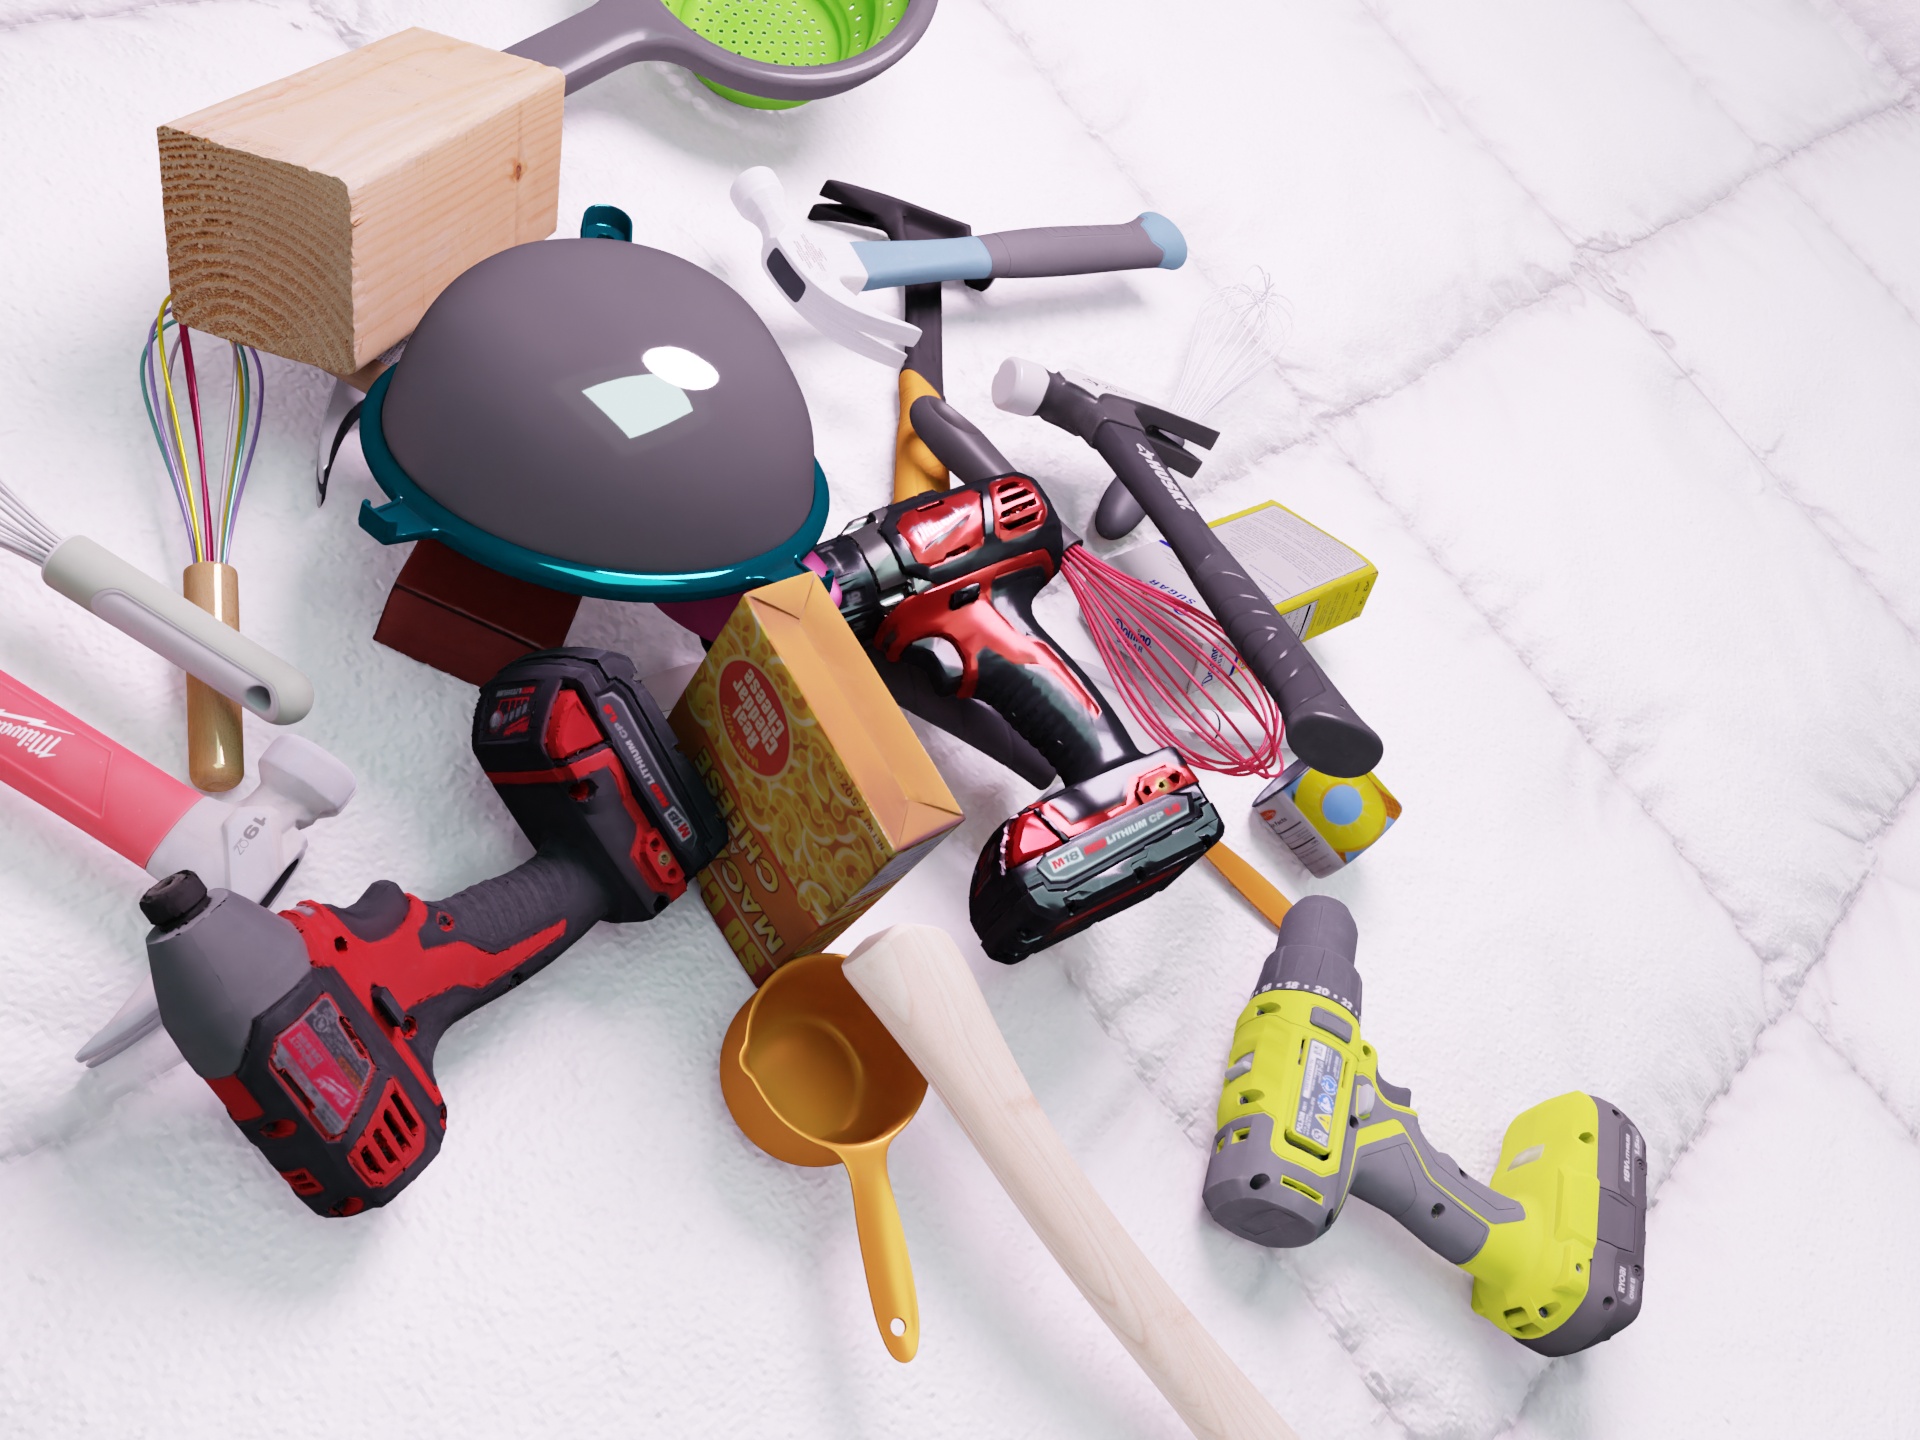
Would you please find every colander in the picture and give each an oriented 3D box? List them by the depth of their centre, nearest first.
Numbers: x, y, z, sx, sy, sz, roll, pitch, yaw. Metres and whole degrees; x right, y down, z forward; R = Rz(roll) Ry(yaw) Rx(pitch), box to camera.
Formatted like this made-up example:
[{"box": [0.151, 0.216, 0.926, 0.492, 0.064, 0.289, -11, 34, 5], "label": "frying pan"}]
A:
[{"box": [-0.180, -0.409, 0.967, 0.397, 0.094, 0.204, -38, 85, -22], "label": "colander"}]

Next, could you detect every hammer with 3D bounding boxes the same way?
[{"box": [-0.436, -0.027, 0.598, 0.386, 0.038, 0.143, 34, 64, -5], "label": "hammer"}, {"box": [0.076, 0.265, 0.693, 0.410, 0.038, 0.146, 53, 51, -4], "label": "hammer"}, {"box": [-0.126, -0.077, 0.802, 0.409, 0.036, 0.149, 30, 53, -6], "label": "hammer"}, {"box": [0.134, -0.089, 0.856, 0.146, 0.035, 0.335, 10, 35, -31], "label": "hammer"}, {"box": [-0.029, -0.179, 0.939, 0.127, 0.034, 0.337, 13, 57, -25], "label": "hammer"}, {"box": [0.021, -0.292, 0.994, 0.331, 0.033, 0.128, -18, 73, -38], "label": "hammer"}]

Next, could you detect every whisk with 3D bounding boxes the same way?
[{"box": [-0.371, -0.070, 0.644, 0.246, 0.057, 0.059, 33, 29, -3], "label": "whisk"}, {"box": [-0.334, -0.085, 0.698, 0.051, 0.047, 0.245, -6, 69, -14], "label": "whisk"}, {"box": [0.071, -0.078, 0.869, 0.073, 0.073, 0.296, -30, 70, -39], "label": "whisk"}, {"box": [0.154, -0.210, 1.057, 0.070, 0.070, 0.285, 38, 55, -6], "label": "whisk"}]

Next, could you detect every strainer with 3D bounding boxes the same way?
[{"box": [-0.161, -0.194, 0.749, 0.211, 0.095, 0.341, 7, 41, -18], "label": "strainer"}, {"box": [0.135, 0.005, 0.921, 0.258, 0.050, 0.087, 5, 38, -35], "label": "strainer"}]

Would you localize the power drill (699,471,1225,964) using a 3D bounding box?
[{"box": [-0.001, -0.002, 0.754, 0.188, 0.080, 0.227, -22, 73, -23], "label": "power drill"}]

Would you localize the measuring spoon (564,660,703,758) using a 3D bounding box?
[{"box": [-0.159, -0.007, 0.775, 0.124, 0.018, 0.034, -21, 78, -45], "label": "measuring spoon"}]

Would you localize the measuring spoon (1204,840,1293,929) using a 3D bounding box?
[{"box": [0.156, 0.089, 0.904, 0.117, 0.011, 0.021, 42, 50, -6], "label": "measuring spoon"}]

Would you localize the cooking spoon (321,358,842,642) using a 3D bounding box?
[{"box": [-0.200, -0.120, 0.738, 0.319, 0.017, 0.069, 28, 64, 6], "label": "cooking spoon"}]

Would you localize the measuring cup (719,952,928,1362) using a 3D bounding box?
[{"box": [-0.053, 0.191, 0.691, 0.095, 0.052, 0.174, -1, 65, -31], "label": "measuring cup"}]

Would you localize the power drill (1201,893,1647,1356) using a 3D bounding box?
[{"box": [0.243, 0.211, 0.838, 0.228, 0.080, 0.191, 29, 52, -9], "label": "power drill"}]

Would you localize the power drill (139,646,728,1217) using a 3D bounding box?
[{"box": [-0.206, 0.069, 0.630, 0.220, 0.078, 0.143, -47, 121, -39], "label": "power drill"}]
